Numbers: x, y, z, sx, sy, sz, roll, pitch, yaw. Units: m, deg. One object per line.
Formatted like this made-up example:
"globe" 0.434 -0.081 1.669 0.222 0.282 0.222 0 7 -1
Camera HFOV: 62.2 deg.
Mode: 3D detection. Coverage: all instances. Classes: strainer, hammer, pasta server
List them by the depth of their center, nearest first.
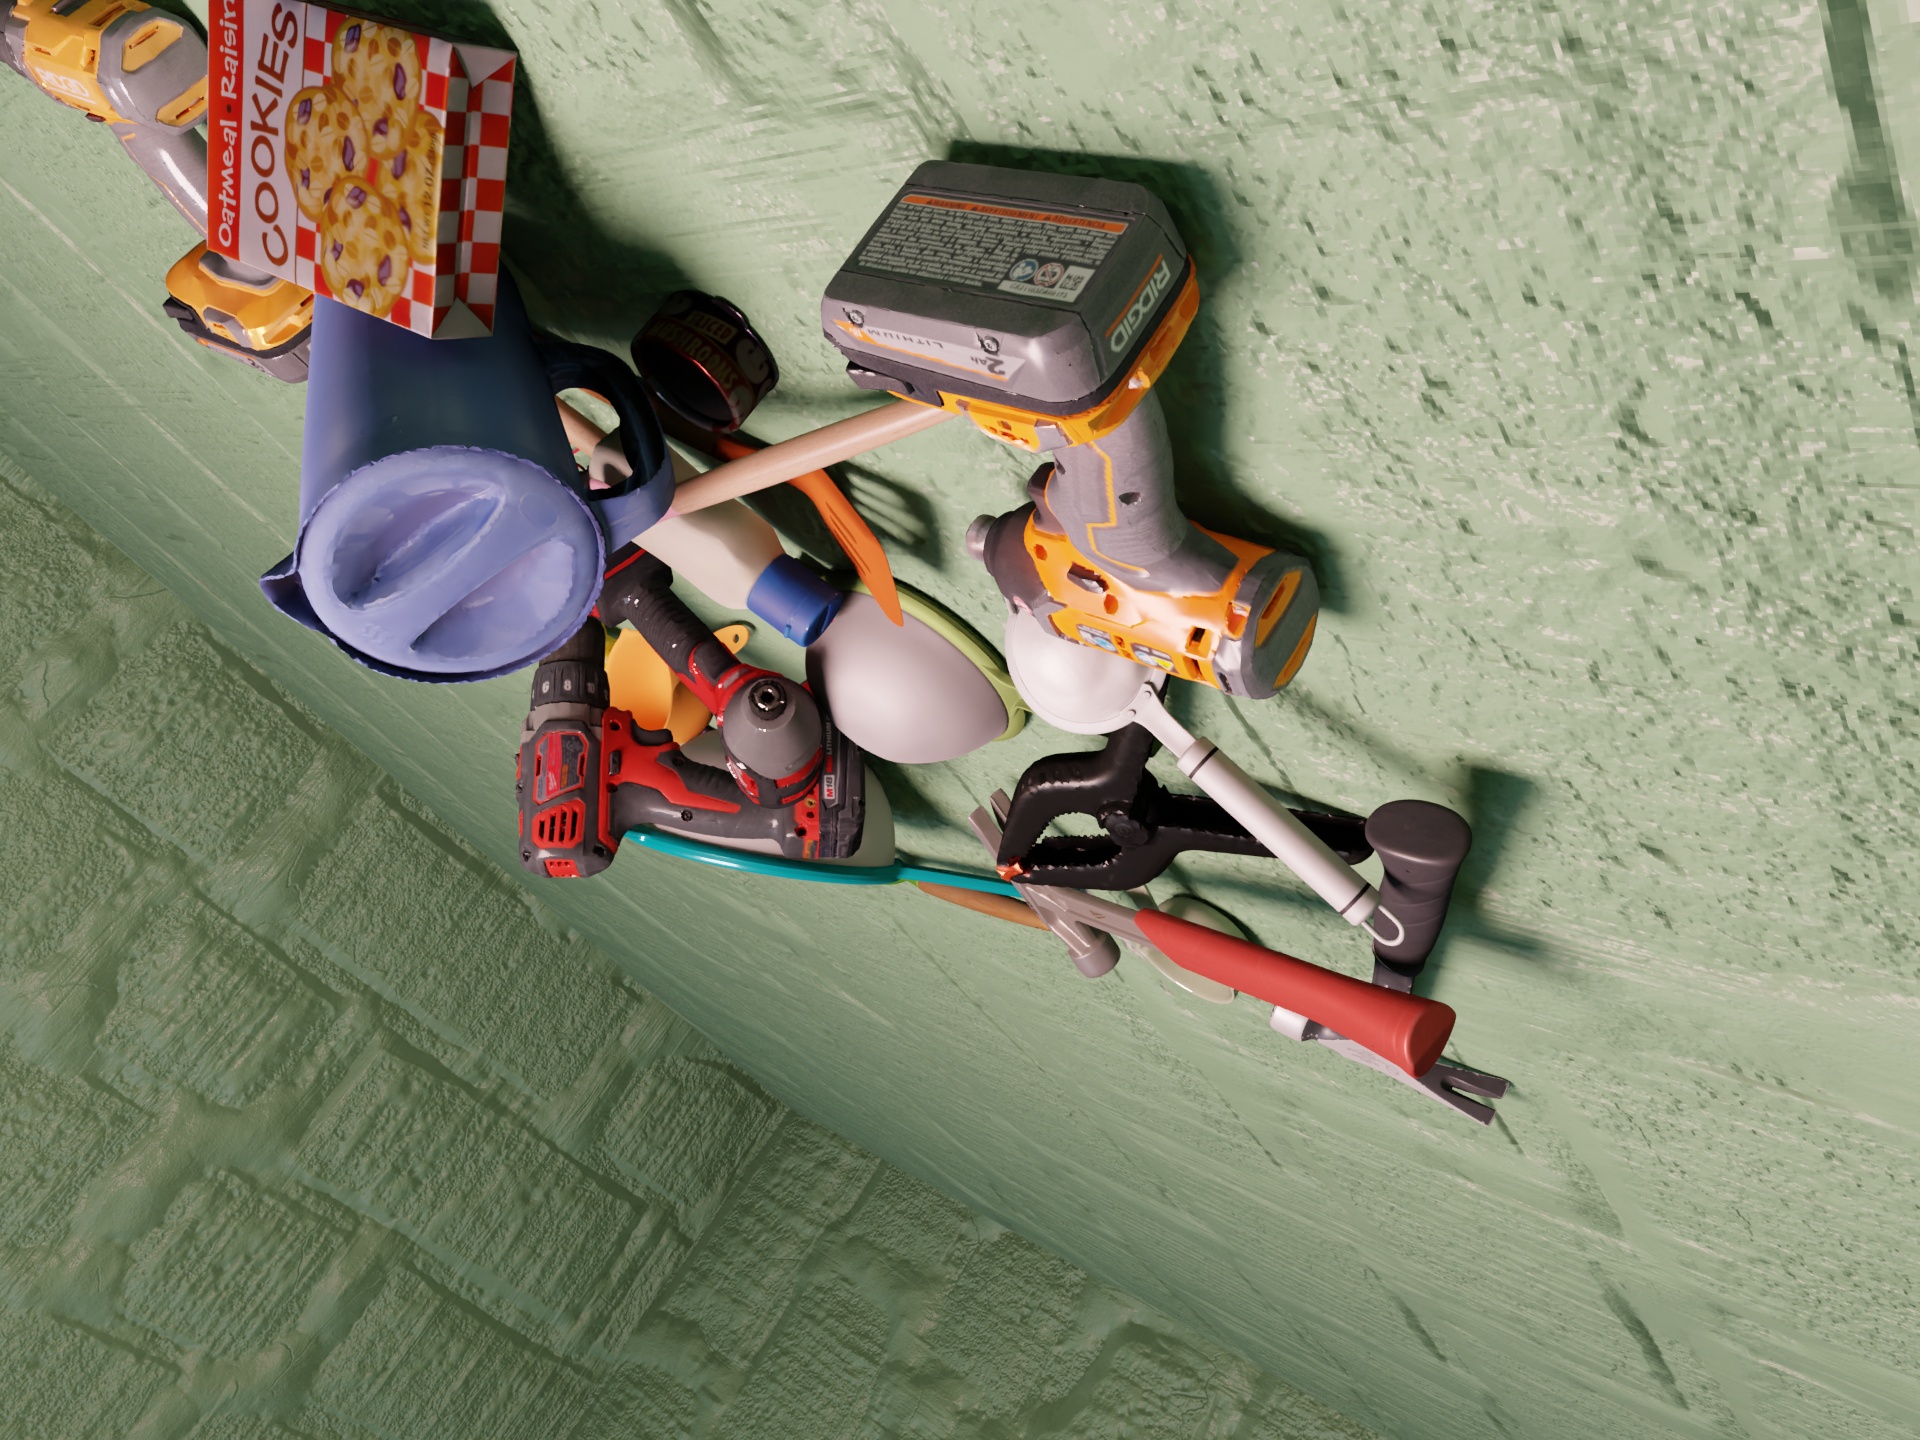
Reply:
"strainer" 0.102 0.011 0.724 0.258 0.050 0.087 43 117 11
"pasta server" -0.123 -0.116 0.768 0.316 0.060 0.040 -11 161 37
"hammer" 0.237 0.134 0.850 0.149 0.036 0.408 25 162 21
"strainer" -0.001 -0.003 0.910 0.256 0.069 0.151 20 155 40
"hammer" 0.134 0.125 0.912 0.149 0.037 0.359 55 161 -22
"strainer" -0.076 0.065 1.165 0.340 0.095 0.211 9 -179 8

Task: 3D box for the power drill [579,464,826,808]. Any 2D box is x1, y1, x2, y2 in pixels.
"power drill" -0.163 -0.050 0.960 0.220 0.078 0.143 49 165 11

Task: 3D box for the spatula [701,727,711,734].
"spatula" -0.262 -0.014 1.376 0.316 0.018 0.059 34 161 0

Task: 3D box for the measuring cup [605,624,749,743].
"measuring cup" -0.192 -0.036 1.162 0.173 0.095 0.052 -23 167 41

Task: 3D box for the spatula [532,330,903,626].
"spatula" -0.154 -0.152 0.860 0.323 0.041 0.081 29 160 19

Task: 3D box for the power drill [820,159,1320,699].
"power drill" 0.038 -0.102 0.615 0.164 0.084 0.226 21 159 35

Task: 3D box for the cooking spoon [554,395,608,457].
"cooking spoon" -0.199 -0.151 0.905 0.319 0.017 0.068 37 167 7

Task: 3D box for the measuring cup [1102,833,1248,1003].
"measuring cup" 0.136 0.117 1.017 0.083 0.038 0.167 14 146 48

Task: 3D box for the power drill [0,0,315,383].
"power drill" -0.465 -0.320 0.925 0.185 0.084 0.226 25 153 28

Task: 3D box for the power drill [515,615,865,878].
"power drill" -0.179 0.009 1.057 0.226 0.188 0.080 0 160 -6

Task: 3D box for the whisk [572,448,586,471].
"whisk" -0.301 -0.159 1.057 0.073 0.073 0.296 42 164 -17

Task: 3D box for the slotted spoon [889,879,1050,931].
"slotted spoon" -0.017 0.131 1.254 0.070 0.031 0.314 24 172 -31
